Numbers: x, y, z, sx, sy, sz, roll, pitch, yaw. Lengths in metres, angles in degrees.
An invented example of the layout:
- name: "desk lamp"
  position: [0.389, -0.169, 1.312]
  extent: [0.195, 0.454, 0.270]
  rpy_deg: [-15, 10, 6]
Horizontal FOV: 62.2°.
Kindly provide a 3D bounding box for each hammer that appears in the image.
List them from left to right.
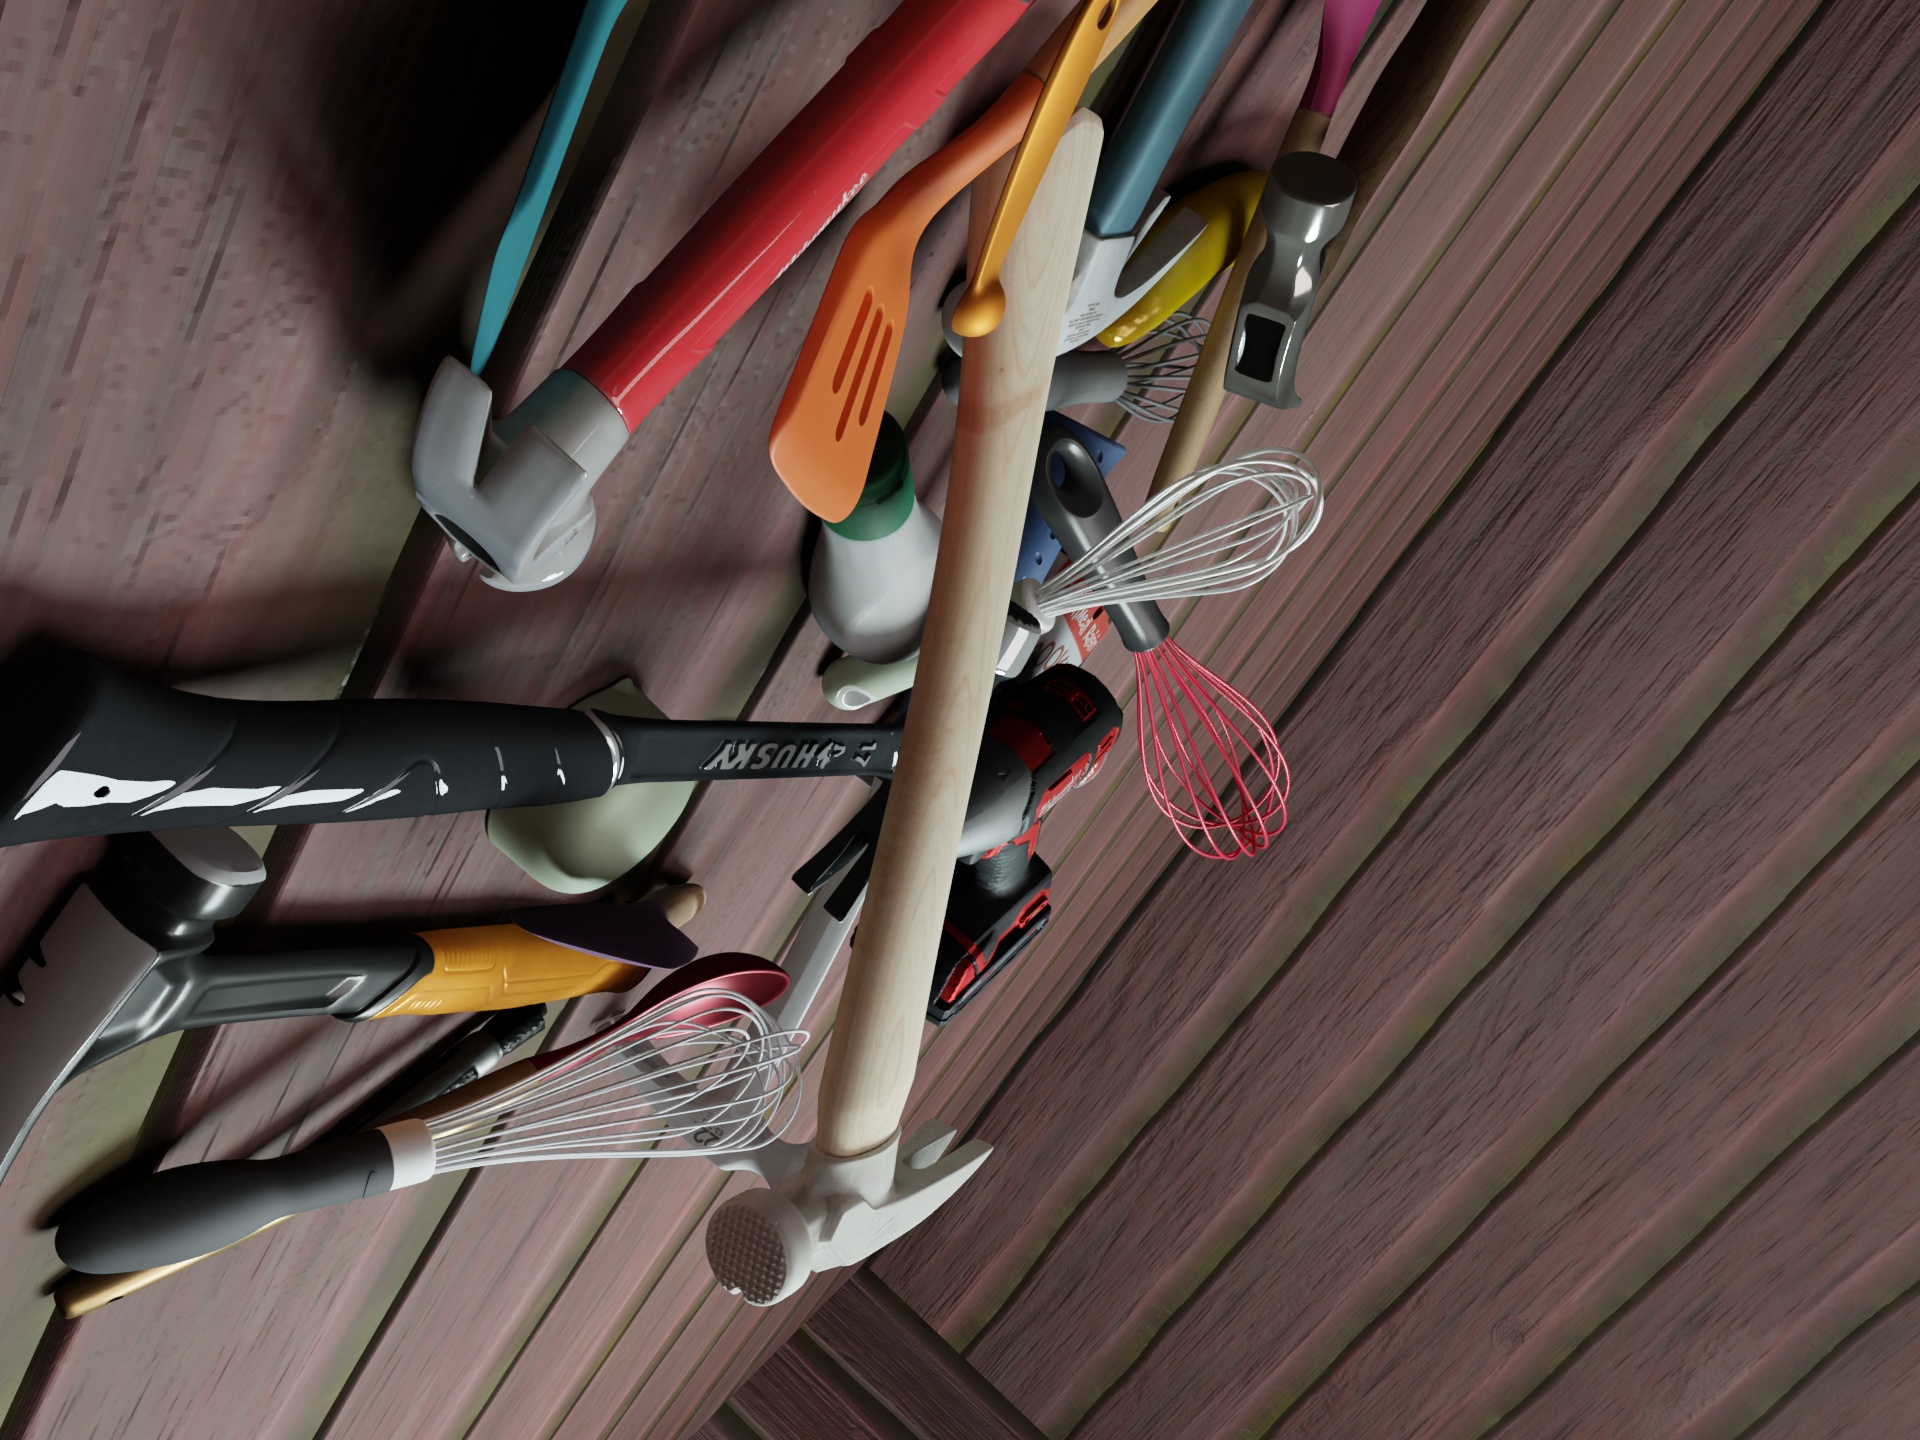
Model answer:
- name: "hammer"
  position: [-0.193, 0.094, 0.552]
  extent: [0.127, 0.034, 0.336]
  rpy_deg: [-52, 166, 4]
- name: "hammer"
  position: [-0.105, 0.013, 0.499]
  extent: [0.149, 0.036, 0.408]
  rpy_deg: [-60, 155, 15]
- name: "hammer"
  position: [-0.040, 0.038, 0.768]
  extent: [0.405, 0.144, 0.035]
  rpy_deg: [-62, 169, 10]
- name: "hammer"
  position: [-0.001, -0.002, 0.567]
  extent: [0.146, 0.038, 0.410]
  rpy_deg: [-8, 113, -58]
- name: "hammer"
  position: [0.012, -0.187, 0.385]
  extent: [0.386, 0.038, 0.143]
  rpy_deg: [-51, -169, -12]
- name: "hammer"
  position: [0.101, -0.270, 0.539]
  extent: [0.128, 0.033, 0.331]
  rpy_deg: [-30, 155, -54]
- name: "hammer"
  position: [0.180, -0.250, 0.683]
  extent: [0.331, 0.031, 0.130]
  rpy_deg: [-58, 166, -36]

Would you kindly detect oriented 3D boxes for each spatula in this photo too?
- name: "spatula"
  position: [-0.120, 0.075, 0.614]
  extent: [0.316, 0.060, 0.018]
  rpy_deg: [134, -29, -85]
- name: "spatula"
  position: [-0.008, -0.200, 0.357]
  extent: [0.317, 0.044, 0.082]
  rpy_deg: [-48, -170, -20]
- name: "spatula"
  position: [0.046, -0.196, 0.463]
  extent: [0.322, 0.041, 0.081]
  rpy_deg: [-49, 167, 1]

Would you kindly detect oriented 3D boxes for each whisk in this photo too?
- name: "whisk"
  position: [-0.174, 0.151, 0.586]
  extent: [0.284, 0.070, 0.070]
  rpy_deg: [-6, 137, -42]
- name: "whisk"
  position: [0.040, -0.053, 0.675]
  extent: [0.246, 0.059, 0.057]
  rpy_deg: [-21, 143, 28]
- name: "whisk"
  position: [0.061, -0.154, 0.698]
  extent: [0.239, 0.055, 0.055]
  rpy_deg: [-21, 147, -55]
- name: "whisk"
  position: [0.095, -0.028, 0.758]
  extent: [0.073, 0.073, 0.295]
  rpy_deg: [-47, 132, -15]

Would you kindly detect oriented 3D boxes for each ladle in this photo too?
- name: "ladle"
  position: [-0.194, 0.154, 0.636]
  extent: [0.315, 0.031, 0.069]
  rpy_deg: [-21, 160, -46]

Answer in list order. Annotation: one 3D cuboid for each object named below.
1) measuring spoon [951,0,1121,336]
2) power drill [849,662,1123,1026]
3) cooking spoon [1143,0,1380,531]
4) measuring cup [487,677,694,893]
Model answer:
- name: "measuring spoon"
  position: [0.023, -0.149, 0.428]
  extent: [0.021, 0.011, 0.116]
  rpy_deg: [-41, 166, -43]
- name: "power drill"
  position: [0.009, 0.074, 0.892]
  extent: [0.143, 0.079, 0.219]
  rpy_deg: [-39, 160, -34]
- name: "cooking spoon"
  position: [0.139, -0.229, 0.667]
  extent: [0.068, 0.017, 0.318]
  rpy_deg: [-16, 130, -62]
- name: "measuring cup"
  position: [-0.112, 0.026, 0.616]
  extent: [0.083, 0.038, 0.167]
  rpy_deg: [-54, 163, 15]
